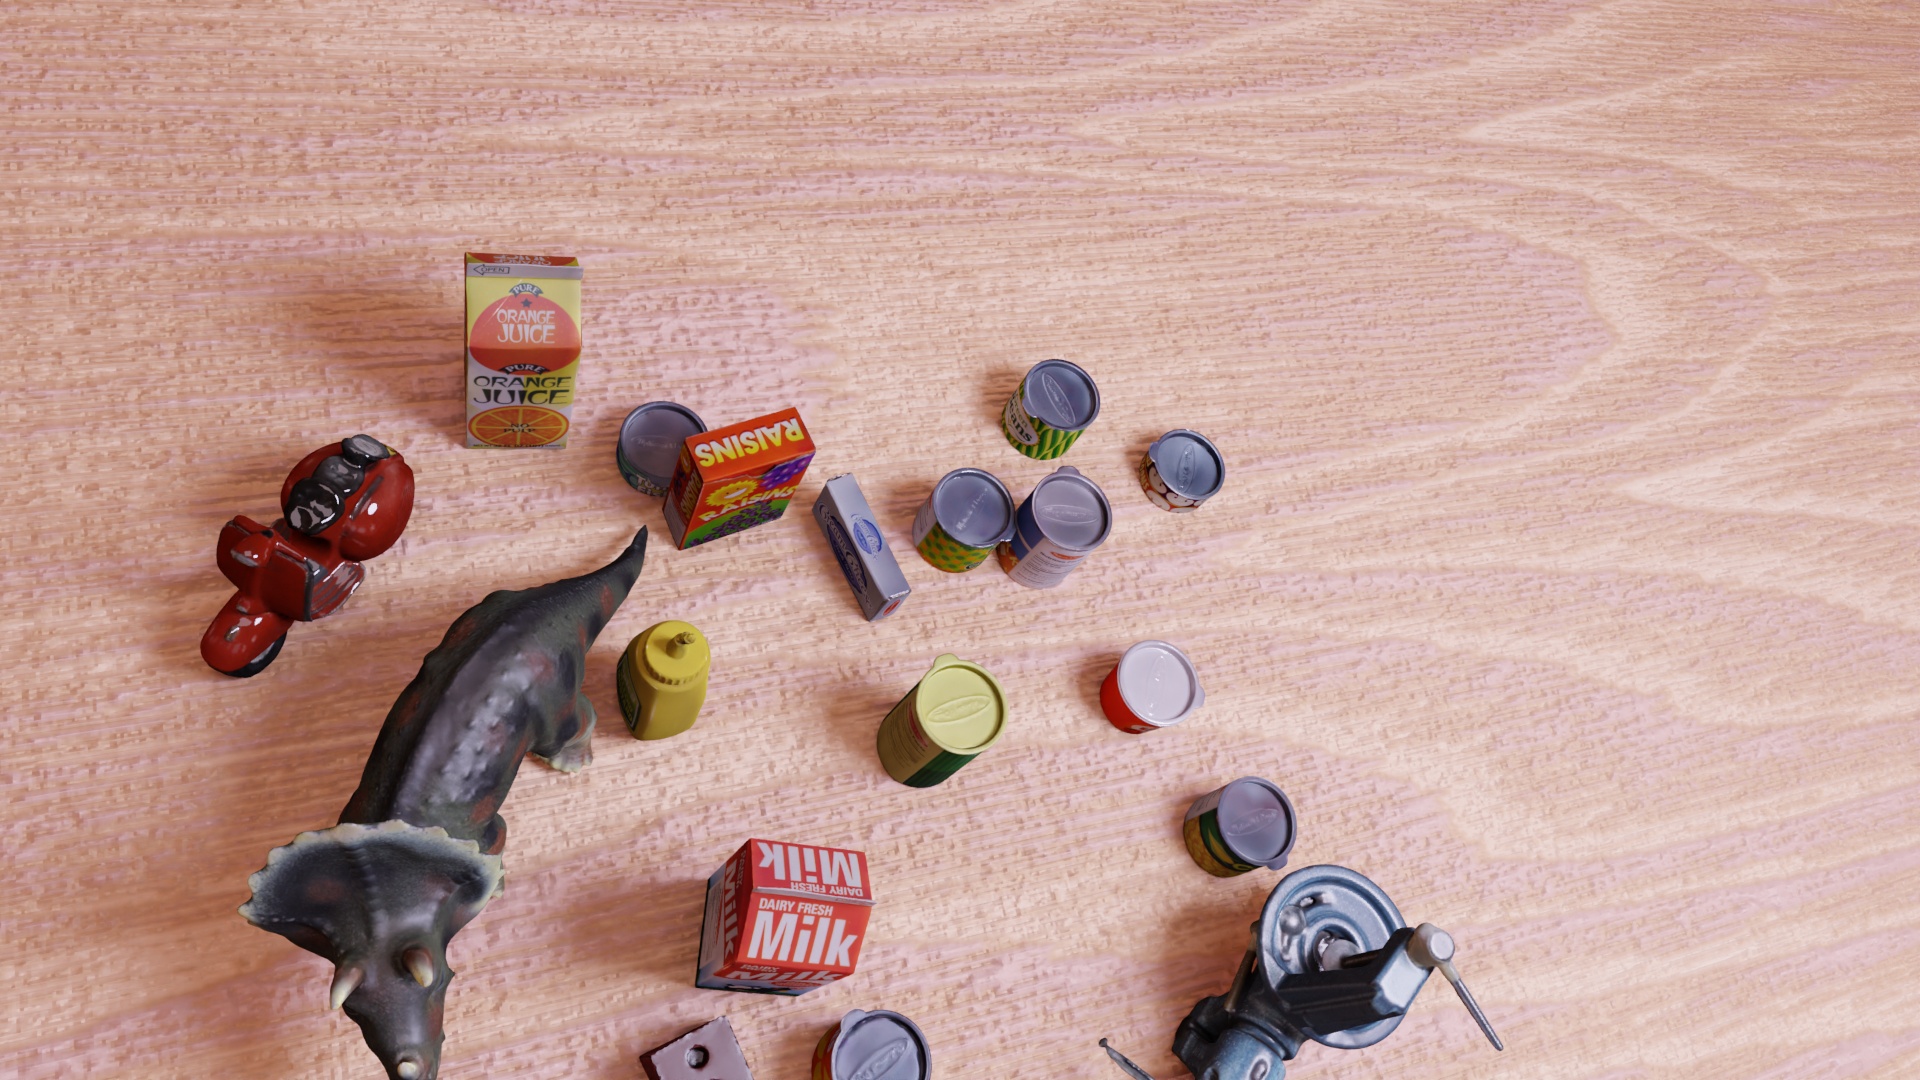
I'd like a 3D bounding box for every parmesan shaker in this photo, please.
[{"bbox_3d":[-0.015,0.128,0.979,0.071,0.102,0.071,8,65,-17],"label":"parmesan shaker"}]

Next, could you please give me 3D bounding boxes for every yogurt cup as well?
[{"bbox_3d":[0.142,0.116,1.069,0.072,0.053,0.072,8,65,-17],"label":"yogurt cup"}]

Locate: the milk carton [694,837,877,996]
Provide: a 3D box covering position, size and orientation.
[{"bbox_3d":[-0.109,0.231,0.849,0.072,0.189,0.074,10,64,-15],"label":"milk carton"}]

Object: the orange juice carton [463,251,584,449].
[{"bbox_3d":[-0.298,-0.135,0.942,0.072,0.191,0.073,-1,68,-20],"label":"orange juice carton"}]

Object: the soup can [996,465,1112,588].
[{"bbox_3d":[0.072,-0.009,1.082,0.071,0.083,0.071,8,65,-17],"label":"soup can"}]

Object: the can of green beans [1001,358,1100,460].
[{"bbox_3d":[0.073,-0.107,1.141,0.071,0.057,0.071,8,65,-17],"label":"can of green beans"}]

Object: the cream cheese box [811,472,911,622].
[{"bbox_3d":[-0.075,0.006,1.040,0.024,0.053,0.104,-21,76,-26],"label":"cream cheese box"}]

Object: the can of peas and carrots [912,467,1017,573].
[{"bbox_3d":[0.004,-0.013,1.074,0.071,0.058,0.071,8,65,-17],"label":"can of peas and carrots"}]

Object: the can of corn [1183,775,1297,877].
[{"bbox_3d":[0.211,0.219,1.046,0.071,0.058,0.071,8,65,-17],"label":"can of corn"}]

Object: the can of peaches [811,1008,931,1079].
[{"bbox_3d":[-0.059,0.337,0.895,0.071,0.057,0.071,8,65,-17],"label":"can of peaches"}]

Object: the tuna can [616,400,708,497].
[{"bbox_3d":[-0.221,-0.065,1.030,0.071,0.032,0.071,8,65,-17],"label":"tuna can"}]

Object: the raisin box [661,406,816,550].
[{"bbox_3d":[-0.160,-0.042,0.990,0.086,0.123,0.040,-19,75,-26],"label":"raisin box"}]

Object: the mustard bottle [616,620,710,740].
[{"bbox_3d":[-0.192,0.084,0.901,0.049,0.159,0.065,-12,72,-24],"label":"mustard bottle"}]

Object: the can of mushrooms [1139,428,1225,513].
[{"bbox_3d":[0.185,-0.059,1.175,0.071,0.033,0.071,8,65,-17],"label":"can of mushrooms"}]
